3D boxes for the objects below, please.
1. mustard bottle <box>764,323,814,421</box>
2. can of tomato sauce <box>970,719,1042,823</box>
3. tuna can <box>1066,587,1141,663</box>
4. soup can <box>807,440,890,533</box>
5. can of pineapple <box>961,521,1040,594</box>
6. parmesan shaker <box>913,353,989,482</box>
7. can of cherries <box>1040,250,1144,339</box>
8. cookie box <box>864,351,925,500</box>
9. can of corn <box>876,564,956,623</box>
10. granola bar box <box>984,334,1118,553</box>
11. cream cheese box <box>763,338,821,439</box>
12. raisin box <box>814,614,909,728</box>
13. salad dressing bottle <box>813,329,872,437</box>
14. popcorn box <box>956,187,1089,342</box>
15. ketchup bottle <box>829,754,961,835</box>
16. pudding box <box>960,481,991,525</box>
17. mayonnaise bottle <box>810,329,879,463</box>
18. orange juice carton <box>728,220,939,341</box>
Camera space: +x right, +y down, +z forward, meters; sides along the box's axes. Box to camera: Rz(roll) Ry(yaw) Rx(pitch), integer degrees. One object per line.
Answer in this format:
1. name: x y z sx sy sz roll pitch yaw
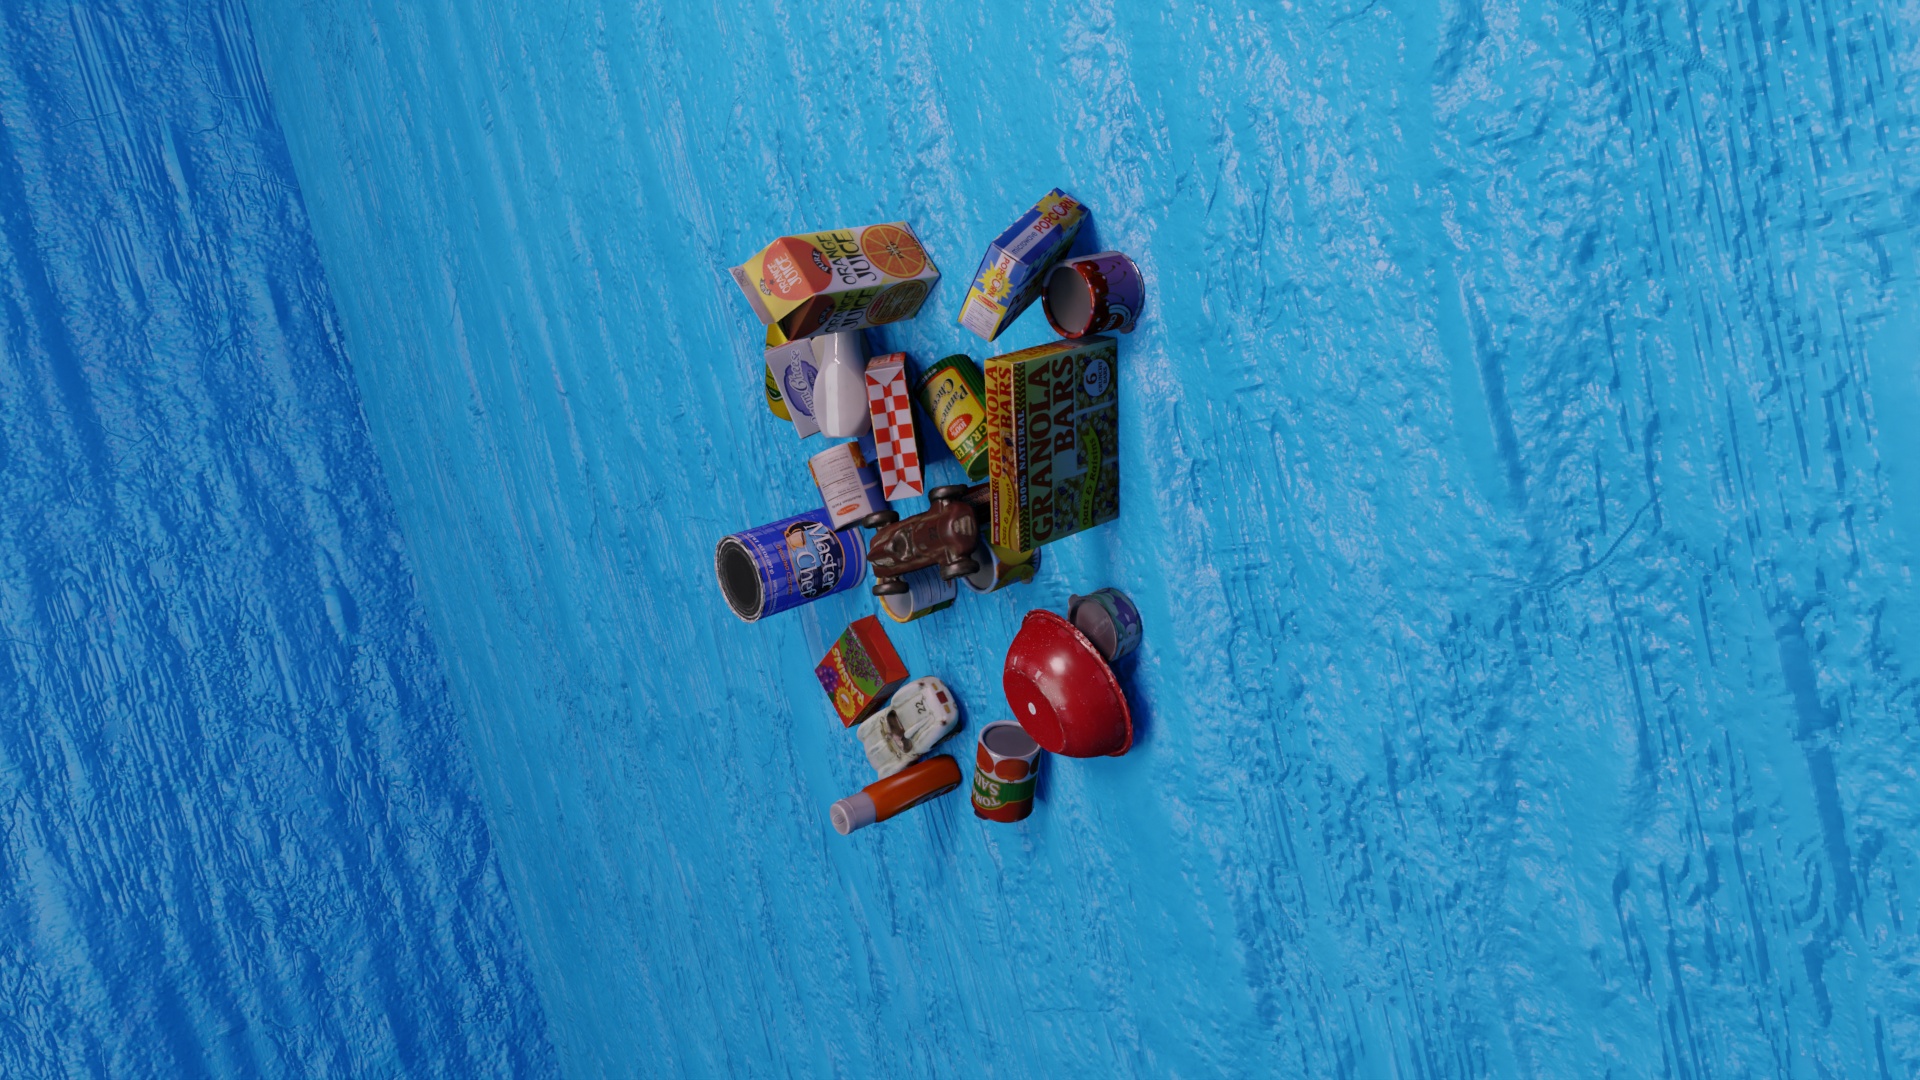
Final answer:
1. mustard bottle: -0.190 -0.215 1.550 0.065 0.049 0.159 29 127 47
2. can of tomato sauce: 0.045 0.236 1.421 0.071 0.071 0.082 34 129 40
3. tuna can: 0.130 0.076 1.273 0.071 0.033 0.070 26 125 45
4. soup can: -0.121 -0.058 1.517 0.071 0.071 0.084 -28 81 53
5. can of pineapple: 0.036 0.015 1.348 0.071 0.058 0.070 25 124 44
6. parmesan shaker: 0.006 -0.117 1.321 0.103 0.071 0.071 56 141 20
7. can of cherries: 0.110 -0.202 1.157 0.071 0.058 0.071 25 123 45
8. cookie box: -0.062 -0.116 1.358 0.168 0.040 0.122 -96 -3 -78
9. can of corn: -0.048 0.050 1.472 0.071 0.058 0.071 25 123 45
10. granola bar box: 0.080 -0.085 1.192 0.039 0.125 0.165 19 119 46
11. cream cheese box: -0.171 -0.168 1.520 0.024 0.053 0.103 -113 1 -70
12. raisin box: -0.117 0.154 1.623 0.086 0.040 0.122 58 140 17
13. salad dressing bottle: -0.120 -0.180 1.429 0.064 0.044 0.147 1 95 18
14. popcorn box: 0.053 -0.231 1.161 0.038 0.127 0.084 34 135 7
15. ketchup bottle: -0.073 0.280 1.527 0.064 0.149 0.043 -38 73 52
16. pudding box: 0.005 -0.017 1.381 0.030 0.050 0.083 54 141 24
17. mayonnaise bottle: -0.109 -0.156 1.478 0.064 0.041 0.148 -23 87 47
18. orange juice carton: -0.123 -0.246 1.328 0.072 0.193 0.072 59 141 17
